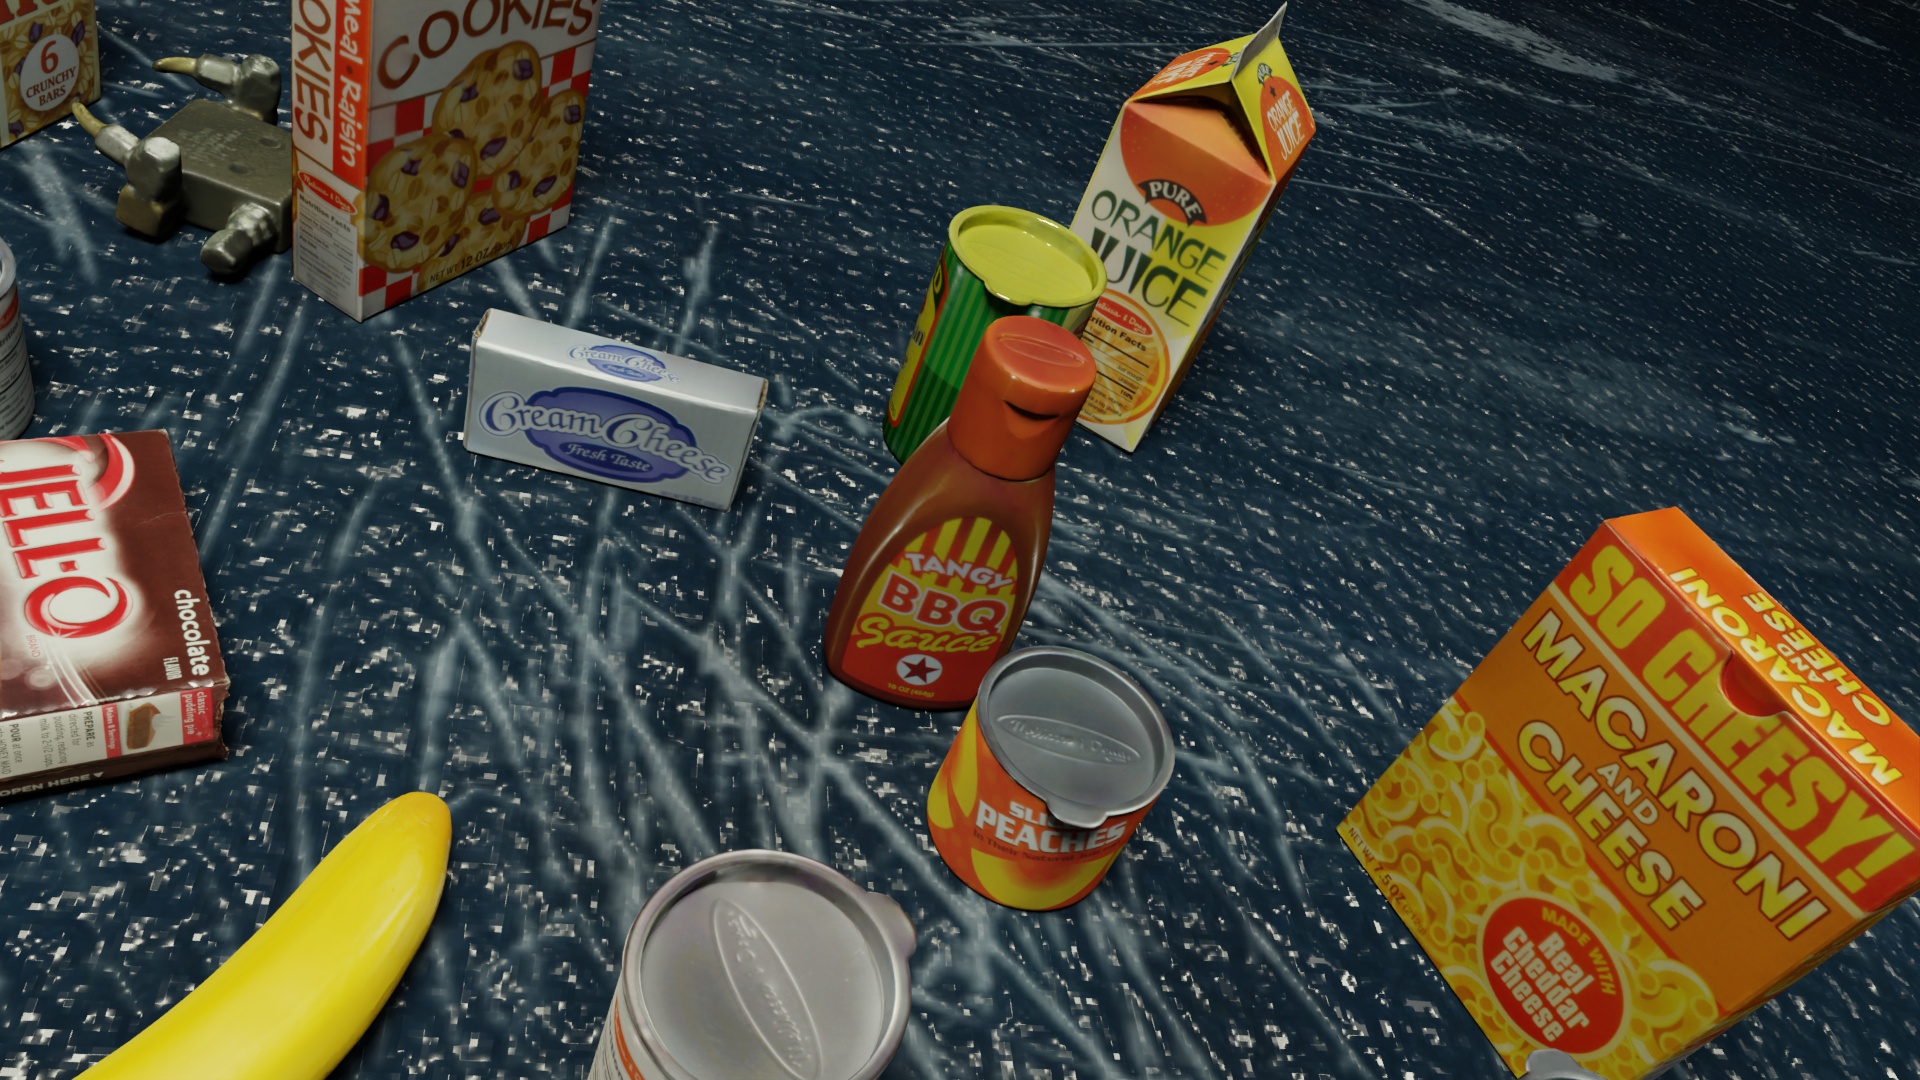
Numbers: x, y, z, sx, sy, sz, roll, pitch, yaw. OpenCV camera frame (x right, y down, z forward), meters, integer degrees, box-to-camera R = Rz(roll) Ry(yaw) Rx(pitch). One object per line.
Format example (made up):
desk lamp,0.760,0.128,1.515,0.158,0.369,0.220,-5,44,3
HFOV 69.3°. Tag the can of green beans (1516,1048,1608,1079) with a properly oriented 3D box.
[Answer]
can of green beans,0.167,0.194,0.394,0.071,0.057,0.071,13,41,-12

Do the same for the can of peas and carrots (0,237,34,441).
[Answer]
can of peas and carrots,-0.333,-0.063,0.433,0.071,0.058,0.071,13,41,-12

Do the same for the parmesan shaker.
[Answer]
parmesan shaker,0.010,-0.076,0.576,0.071,0.102,0.072,13,41,-12

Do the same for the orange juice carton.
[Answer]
orange juice carton,0.093,-0.141,0.617,0.073,0.191,0.072,31,41,8

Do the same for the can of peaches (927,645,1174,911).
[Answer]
can of peaches,0.028,0.079,0.451,0.071,0.057,0.071,13,41,-12

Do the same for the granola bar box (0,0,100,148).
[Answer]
granola bar box,-0.385,-0.190,0.495,0.039,0.123,0.166,23,40,-1

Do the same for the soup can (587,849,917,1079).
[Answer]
soup can,-0.053,0.126,0.342,0.071,0.083,0.072,13,41,-12

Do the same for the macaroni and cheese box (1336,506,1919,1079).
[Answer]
macaroni and cheese box,0.207,0.091,0.440,0.040,0.165,0.124,-8,50,-32

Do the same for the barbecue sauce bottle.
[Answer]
barbecue sauce bottle,0.002,-0.006,0.461,0.065,0.147,0.044,14,41,-11

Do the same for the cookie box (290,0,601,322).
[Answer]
cookie box,-0.197,-0.181,0.542,0.040,0.166,0.123,33,41,10

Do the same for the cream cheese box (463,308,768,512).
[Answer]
cream cheese box,-0.129,-0.047,0.517,0.104,0.053,0.024,14,41,-12
